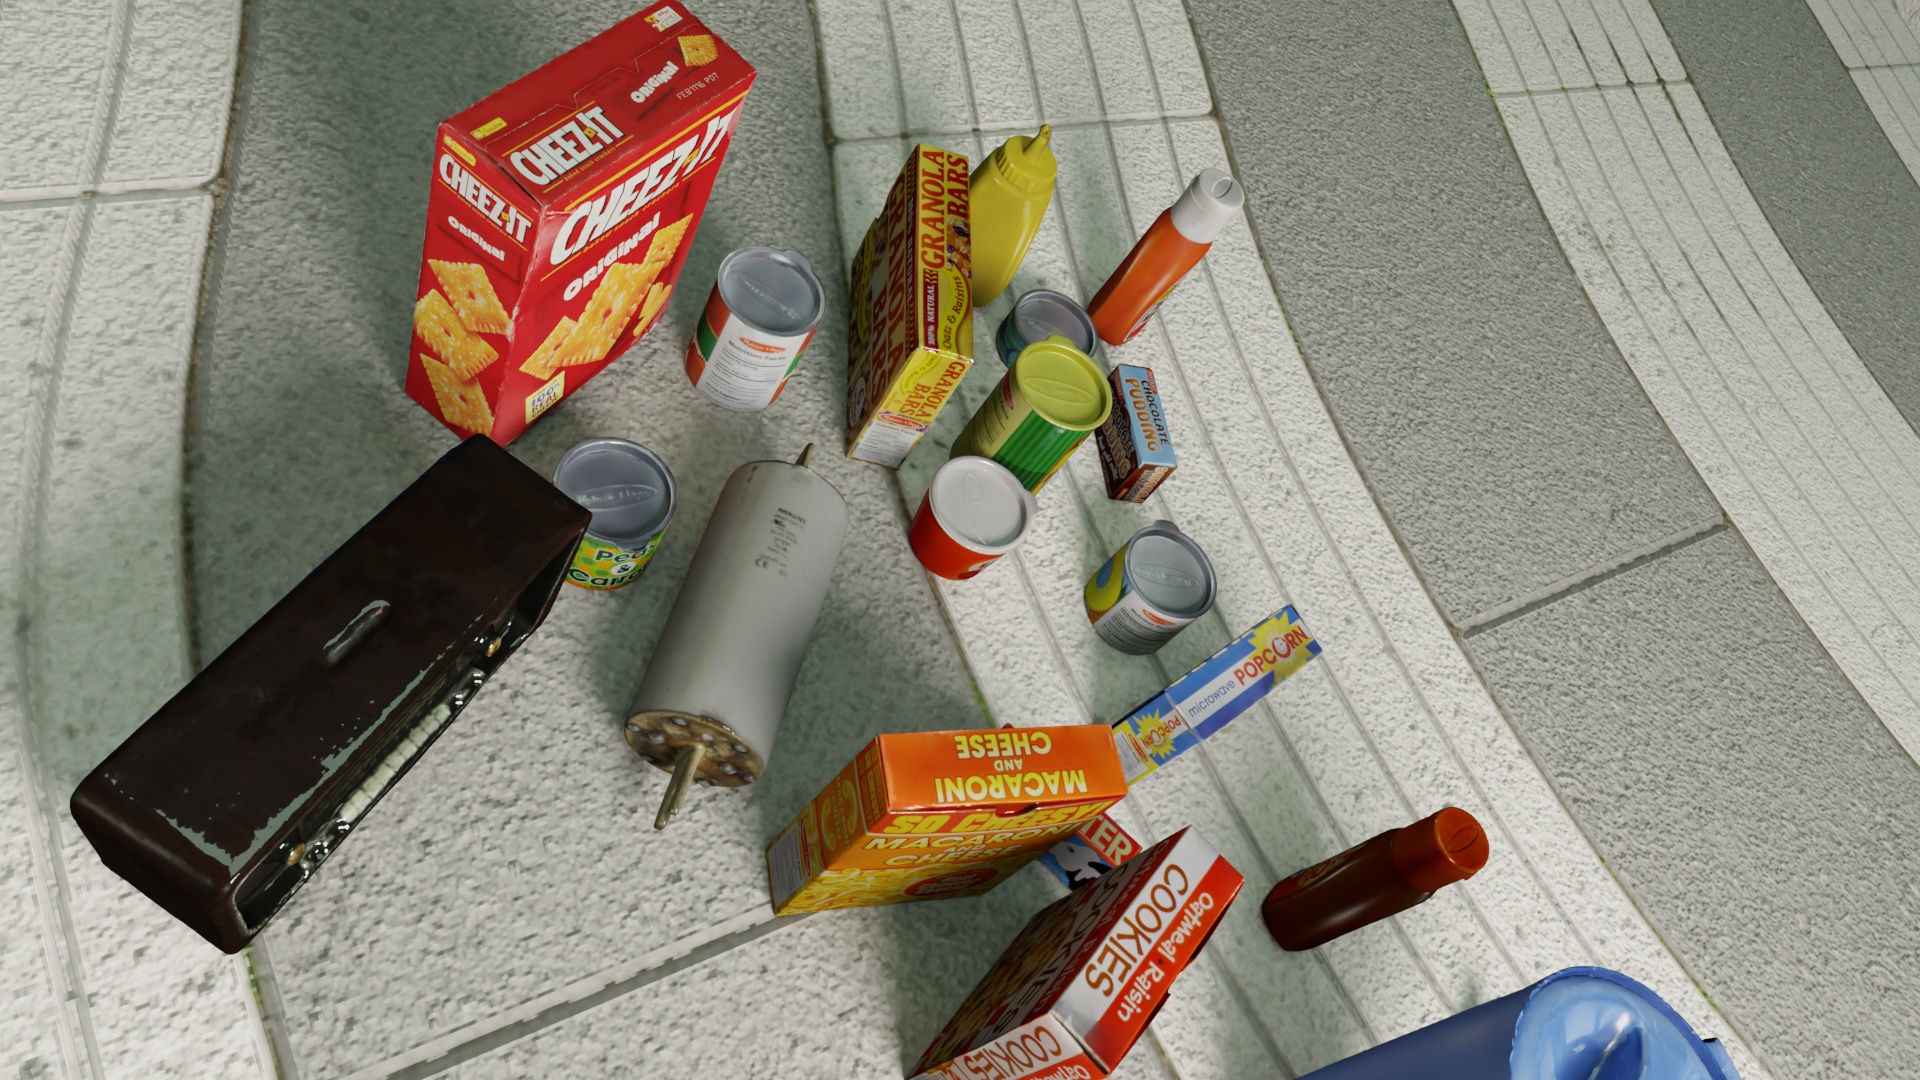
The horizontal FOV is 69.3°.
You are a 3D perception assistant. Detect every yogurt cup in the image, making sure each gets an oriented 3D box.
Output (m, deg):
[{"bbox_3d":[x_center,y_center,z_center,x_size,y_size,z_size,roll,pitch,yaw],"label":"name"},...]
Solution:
[{"bbox_3d":[0.003,-0.011,0.858,0.072,0.053,0.073,13,57,-20],"label":"yogurt cup"}]

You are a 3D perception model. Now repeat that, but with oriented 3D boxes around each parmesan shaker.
[{"bbox_3d":[0.043,-0.073,0.886,0.071,0.102,0.071,13,57,-20],"label":"parmesan shaker"}]

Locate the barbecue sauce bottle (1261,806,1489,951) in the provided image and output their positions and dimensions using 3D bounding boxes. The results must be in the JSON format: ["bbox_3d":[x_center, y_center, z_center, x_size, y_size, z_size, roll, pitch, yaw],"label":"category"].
[{"bbox_3d":[0.238,0.193,0.794,0.065,0.147,0.044,-20,72,-34],"label":"barbecue sauce bottle"}]

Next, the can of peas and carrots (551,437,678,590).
[{"bbox_3d":[-0.192,-0.012,0.756,0.071,0.058,0.071,13,57,-20],"label":"can of peas and carrots"}]

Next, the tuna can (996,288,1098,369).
[{"bbox_3d":[0.060,-0.140,0.979,0.071,0.032,0.071,13,56,-20],"label":"tuna can"}]

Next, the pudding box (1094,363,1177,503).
[{"bbox_3d":[0.118,-0.074,0.958,0.030,0.049,0.084,5,60,-25],"label":"pudding box"}]

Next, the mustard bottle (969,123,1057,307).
[{"bbox_3d":[0.028,-0.223,0.933,0.065,0.159,0.049,27,53,-11],"label":"mustard bottle"}]

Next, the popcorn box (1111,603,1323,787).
[{"bbox_3d":[0.152,0.095,0.850,0.127,0.084,0.038,-27,76,-36],"label":"popcorn box"}]

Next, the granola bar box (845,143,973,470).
[{"bbox_3d":[-0.034,-0.147,0.878,0.039,0.123,0.166,12,57,-21],"label":"granola bar box"}]

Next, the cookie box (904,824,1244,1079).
[{"bbox_3d":[0.053,0.215,0.674,0.040,0.166,0.123,45,52,4],"label":"cookie box"}]

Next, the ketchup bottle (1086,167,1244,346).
[{"bbox_3d":[0.145,-0.202,0.987,0.043,0.148,0.065,40,52,-1],"label":"ketchup bottle"}]

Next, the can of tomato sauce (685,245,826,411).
[{"bbox_3d":[-0.126,-0.129,0.846,0.071,0.082,0.071,13,57,-20],"label":"can of tomato sauce"}]

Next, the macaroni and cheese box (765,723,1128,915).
[{"bbox_3d":[-0.012,0.141,0.687,0.124,0.165,0.040,1,61,-26],"label":"macaroni and cheese box"}]

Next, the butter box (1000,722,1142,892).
[{"bbox_3d":[0.048,0.153,0.782,0.103,0.053,0.024,43,52,2],"label":"butter box"}]

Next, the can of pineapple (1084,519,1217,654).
[{"bbox_3d":[0.122,0.031,0.891,0.071,0.057,0.071,13,57,-20],"label":"can of pineapple"}]
